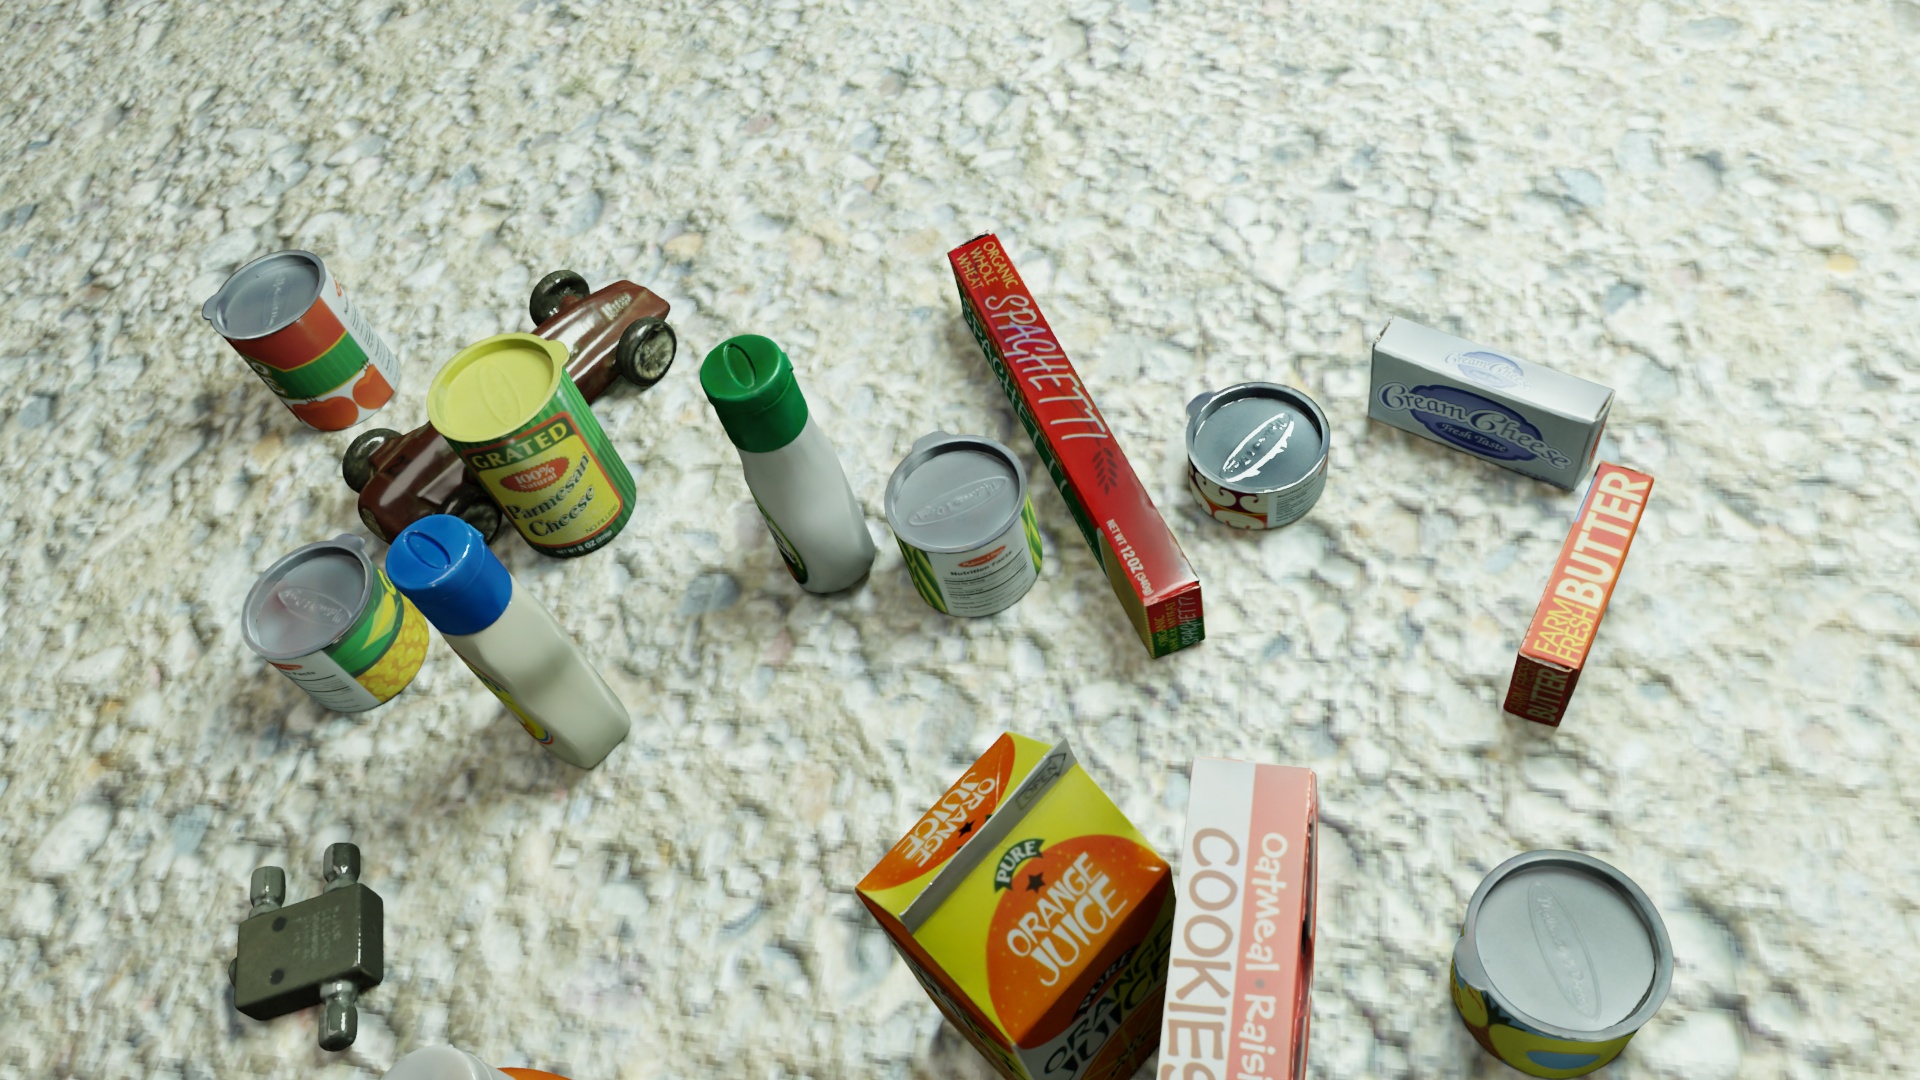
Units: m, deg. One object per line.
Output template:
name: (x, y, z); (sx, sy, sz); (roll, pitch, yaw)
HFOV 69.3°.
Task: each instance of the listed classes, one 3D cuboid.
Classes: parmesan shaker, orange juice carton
parmesan shaker: (-0.208, -0.046, 0.694); (0.071, 0.102, 0.071); (-6, 55, 9)
orange juice carton: (0.024, 0.132, 0.466); (0.073, 0.191, 0.072); (36, 70, 30)

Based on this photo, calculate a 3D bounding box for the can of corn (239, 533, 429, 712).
can of corn: (-0.304, 0.041, 0.682); (0.071, 0.058, 0.071); (-6, 55, 9)

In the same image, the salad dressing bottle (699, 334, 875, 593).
salad dressing bottle: (-0.077, -0.032, 0.628); (0.044, 0.147, 0.064); (-26, 55, -6)

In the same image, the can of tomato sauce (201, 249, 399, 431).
can of tomato sauce: (-0.370, -0.111, 0.786); (0.071, 0.082, 0.071); (-6, 55, 9)

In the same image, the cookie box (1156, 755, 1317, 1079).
cookie box: (0.091, 0.160, 0.447); (0.040, 0.166, 0.123); (3, 57, 15)

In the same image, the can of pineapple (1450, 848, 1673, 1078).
can of pineapple: (0.209, 0.151, 0.495); (0.071, 0.057, 0.071); (-6, 55, 9)

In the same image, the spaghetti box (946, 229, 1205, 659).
spaghetti box: (0.051, -0.055, 0.676); (0.029, 0.050, 0.251); (-23, 54, -3)

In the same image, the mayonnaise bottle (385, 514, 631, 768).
mayonnaise bottle: (-0.195, 0.044, 0.601); (0.065, 0.147, 0.041); (31, 68, 29)

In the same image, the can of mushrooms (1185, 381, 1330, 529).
can of mushrooms: (0.139, -0.041, 0.658); (0.071, 0.033, 0.071); (-6, 55, 8)

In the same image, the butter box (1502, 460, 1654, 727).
butter box: (0.256, 0.022, 0.576); (0.024, 0.053, 0.104); (21, 63, 25)

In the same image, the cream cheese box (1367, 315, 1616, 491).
cream cheese box: (0.240, -0.063, 0.638); (0.104, 0.053, 0.024); (26, 65, 26)

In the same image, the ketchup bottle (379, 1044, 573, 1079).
ketchup bottle: (-0.149, 0.209, 0.477); (0.065, 0.148, 0.044); (-17, 54, 1)

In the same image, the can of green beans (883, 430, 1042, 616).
can of green beans: (0.003, -0.006, 0.648); (0.071, 0.057, 0.071); (-6, 55, 9)
